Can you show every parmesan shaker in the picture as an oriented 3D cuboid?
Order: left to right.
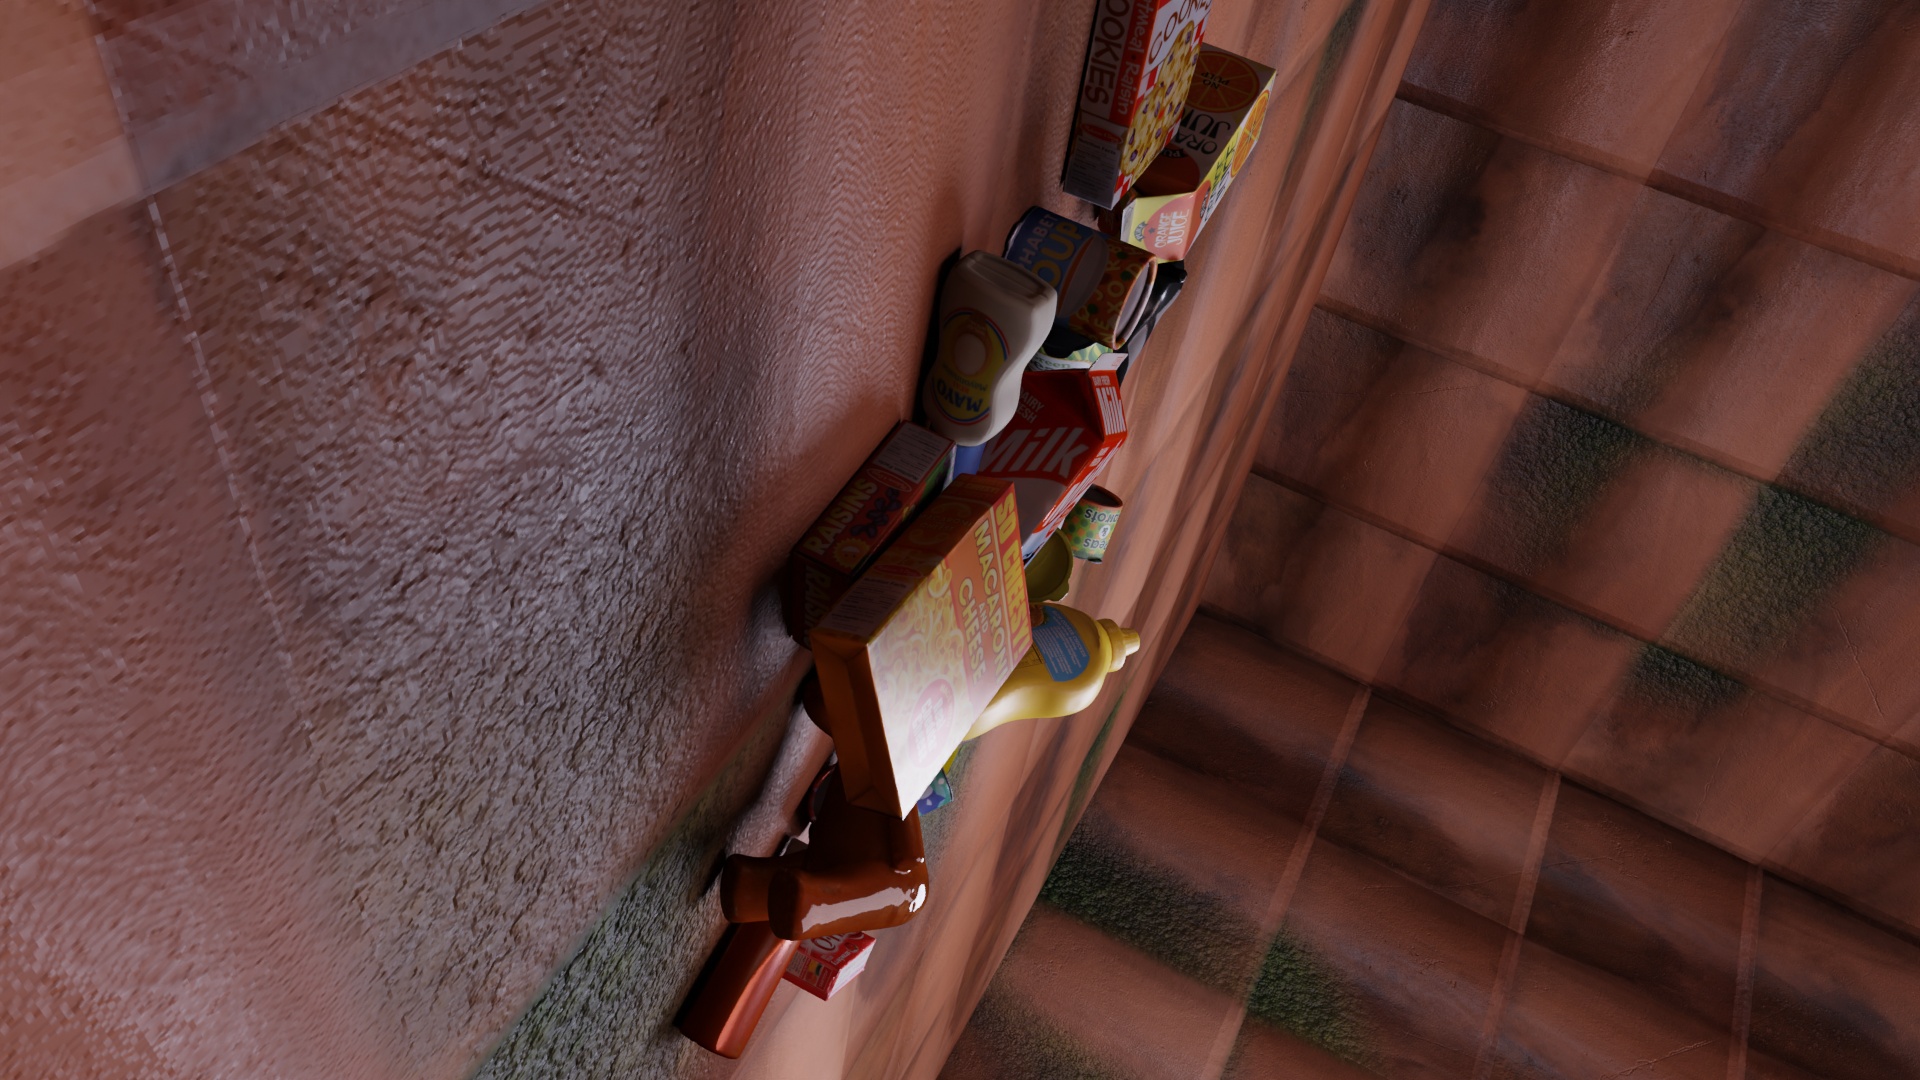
[{"bbox_3d":[0.053,0.020,1.112,0.071,0.071,0.103,-64,-179,-4],"label":"parmesan shaker"}]

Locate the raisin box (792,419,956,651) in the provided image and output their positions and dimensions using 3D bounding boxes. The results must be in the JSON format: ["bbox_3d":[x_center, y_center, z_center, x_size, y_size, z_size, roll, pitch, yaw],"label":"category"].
[{"bbox_3d":[-0.050,0.001,0.812,0.124,0.040,0.085,-53,163,-37],"label":"raisin box"}]

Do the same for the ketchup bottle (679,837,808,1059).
[{"bbox_3d":[-0.137,0.282,0.966,0.149,0.043,0.064,-61,163,-17],"label":"ketchup bottle"}]

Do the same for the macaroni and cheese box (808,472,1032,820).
[{"bbox_3d":[-0.017,0.055,0.791,0.167,0.040,0.123,-49,140,-46],"label":"macaroni and cheese box"}]

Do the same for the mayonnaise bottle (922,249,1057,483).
[{"bbox_3d":[0.008,-0.094,0.821,0.041,0.065,0.147,-45,160,-46],"label":"mayonnaise bottle"}]

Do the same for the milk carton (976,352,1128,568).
[{"bbox_3d":[0.043,-0.047,0.906,0.190,0.073,0.072,-53,169,17],"label":"milk carton"}]

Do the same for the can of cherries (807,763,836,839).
[{"bbox_3d":[-0.077,0.199,1.002,0.072,0.071,0.058,-58,164,-25],"label":"can of cherries"}]

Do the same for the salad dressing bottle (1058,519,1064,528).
[{"bbox_3d":[0.061,-0.006,1.204,0.064,0.044,0.147,-39,152,-64],"label":"salad dressing bottle"}]

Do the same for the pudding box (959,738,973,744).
[{"bbox_3d":[-0.028,0.140,1.067,0.084,0.030,0.049,-14,136,-26],"label":"pudding box"}]

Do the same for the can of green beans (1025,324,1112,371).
[{"bbox_3d":[0.073,-0.145,0.955,0.071,0.071,0.057,-60,166,-18],"label":"can of green beans"}]

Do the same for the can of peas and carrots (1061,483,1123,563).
[{"bbox_3d":[0.116,-0.020,1.323,0.071,0.071,0.058,-30,142,-67],"label":"can of peas and carrots"}]

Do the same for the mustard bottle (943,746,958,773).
[{"bbox_3d":[-0.056,0.209,1.130,0.161,0.049,0.065,-49,159,-46],"label":"mustard bottle"}]

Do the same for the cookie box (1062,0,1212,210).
[{"bbox_3d":[0.121,-0.316,0.892,0.123,0.040,0.166,-53,162,-41],"label":"cookie box"}]

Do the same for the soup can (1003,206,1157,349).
[{"bbox_3d":[0.074,-0.167,0.884,0.071,0.084,0.071,-57,164,-27],"label":"soup can"}]

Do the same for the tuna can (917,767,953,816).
[{"bbox_3d":[-0.034,0.165,1.008,0.033,0.071,0.070,-24,154,-11],"label":"tuna can"}]

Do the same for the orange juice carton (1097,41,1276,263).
[{"bbox_3d":[0.159,-0.278,1.026,0.193,0.073,0.071,-57,164,-29],"label":"orange juice carton"}]
